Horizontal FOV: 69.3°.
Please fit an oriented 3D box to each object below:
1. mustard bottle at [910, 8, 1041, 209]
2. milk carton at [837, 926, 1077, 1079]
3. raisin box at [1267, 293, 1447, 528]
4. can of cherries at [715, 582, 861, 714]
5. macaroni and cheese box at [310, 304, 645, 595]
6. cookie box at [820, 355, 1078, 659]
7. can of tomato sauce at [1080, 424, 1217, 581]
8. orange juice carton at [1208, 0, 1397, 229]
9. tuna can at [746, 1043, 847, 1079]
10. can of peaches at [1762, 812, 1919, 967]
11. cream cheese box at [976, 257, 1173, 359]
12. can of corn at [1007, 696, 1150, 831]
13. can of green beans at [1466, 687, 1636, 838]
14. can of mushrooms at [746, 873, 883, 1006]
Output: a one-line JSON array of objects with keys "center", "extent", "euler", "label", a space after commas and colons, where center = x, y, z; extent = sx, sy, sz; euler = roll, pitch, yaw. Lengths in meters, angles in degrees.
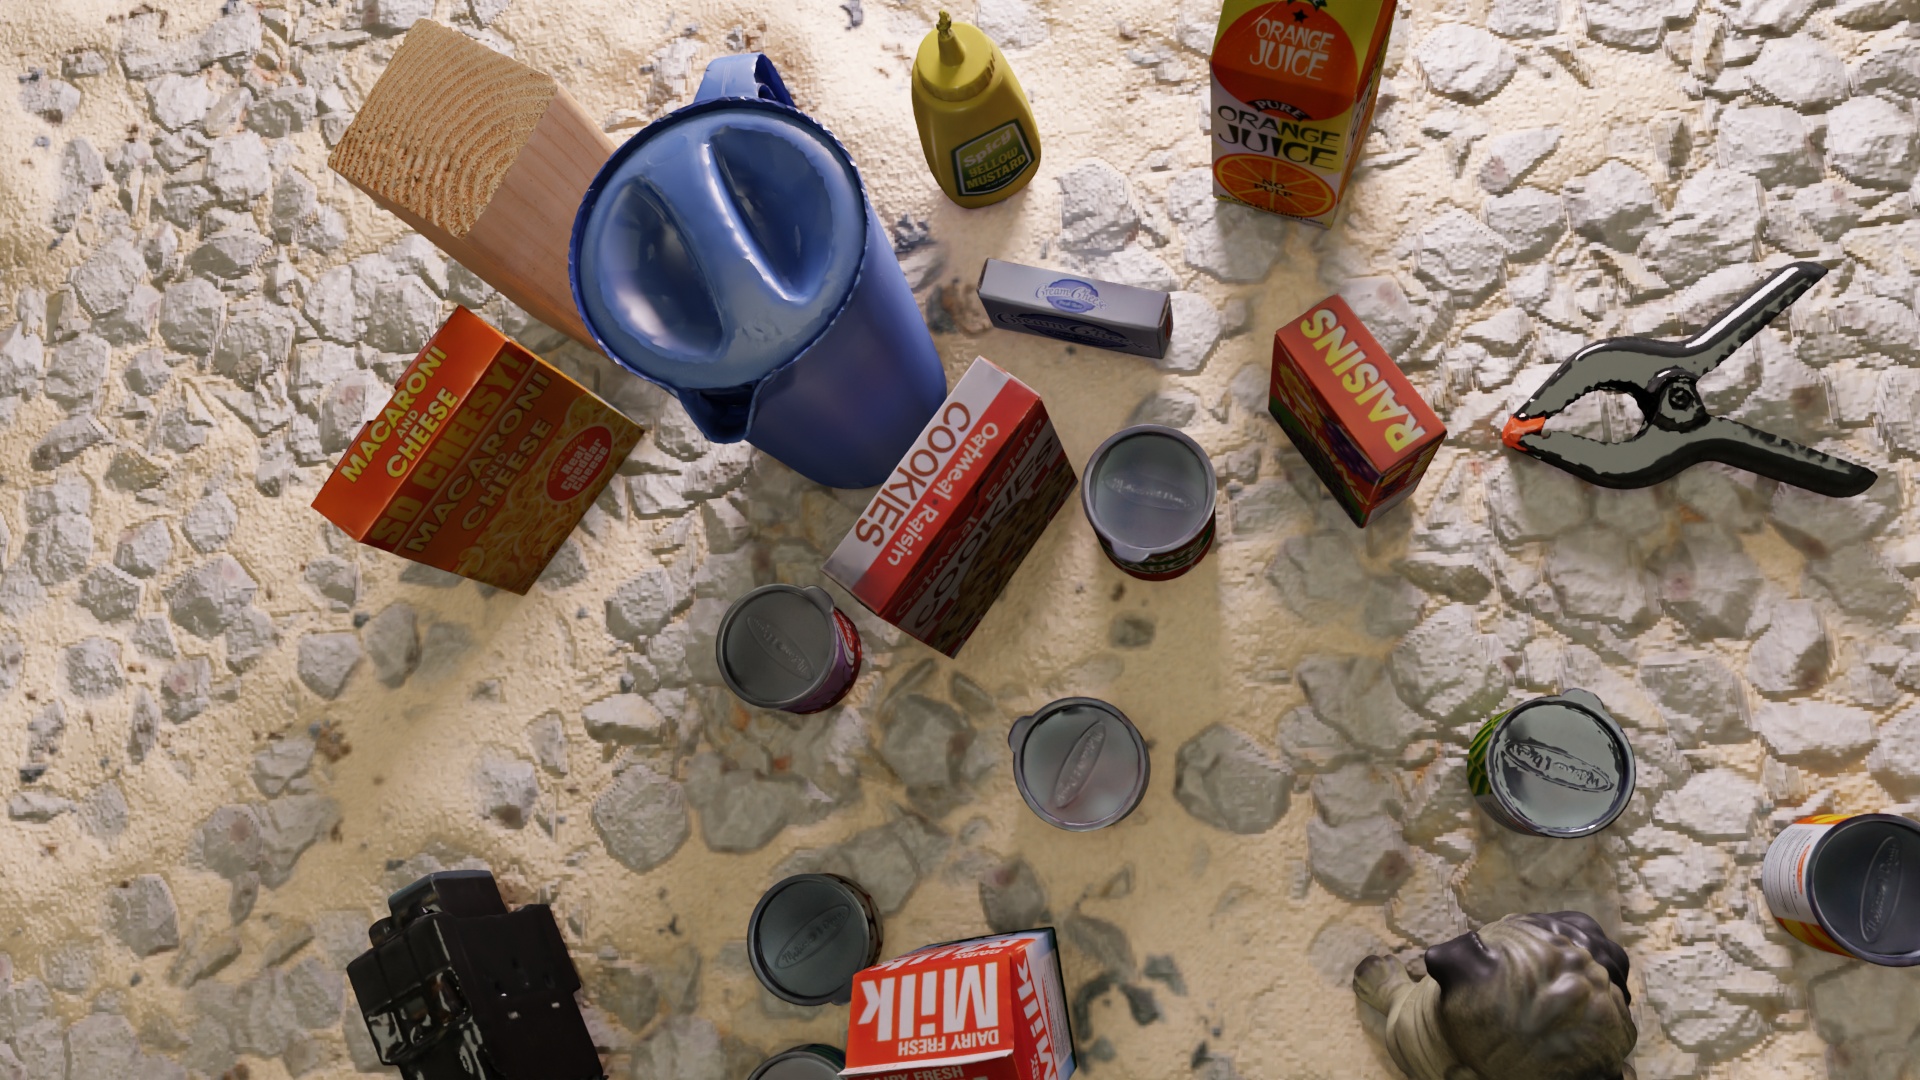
[{"center": [0.004, -0.233, 0.745], "extent": [0.065, 0.160, 0.049], "euler": [-27, 75, 5], "label": "mustard bottle"}, {"center": [0.003, 0.224, 0.632], "extent": [0.072, 0.190, 0.073], "euler": [-11, 77, 8], "label": "milk carton"}, {"center": [0.193, -0.061, 0.692], "extent": [0.040, 0.123, 0.086], "euler": [-33, 75, 3], "label": "raisin box"}, {"center": [-0.089, 0.059, 0.753], "extent": [0.071, 0.058, 0.071], "euler": [-2, 78, 10], "label": "can of cherries"}, {"center": [-0.252, -0.042, 0.749], "extent": [0.040, 0.166, 0.124], "euler": [34, 86, 15], "label": "macaroni and cheese box"}, {"center": [0.002, -0.009, 0.694], "extent": [0.040, 0.167, 0.123], "euler": [35, 87, 15], "label": "cookie box"}, {"center": [0.100, -0.015, 0.721], "extent": [0.071, 0.083, 0.071], "euler": [-2, 78, 10], "label": "can of tomato sauce"}, {"center": [0.171, -0.235, 0.698], "extent": [0.072, 0.192, 0.073], "euler": [19, 83, 14], "label": "orange juice carton"}, {"center": [-0.077, 0.296, 0.713], "extent": [0.071, 0.033, 0.071], "euler": [-2, 78, 10], "label": "tuna can"}, {"center": [0.416, 0.160, 0.638], "extent": [0.071, 0.058, 0.071], "euler": [-2, 78, 10], "label": "can of peaches"}, {"center": [0.064, -0.127, 0.767], "extent": [0.104, 0.053, 0.024], "euler": [14, 82, 13], "label": "cream cheese box"}, {"center": [0.062, 0.114, 0.713], "extent": [0.071, 0.058, 0.071], "euler": [-2, 78, 10], "label": "can of corn"}, {"center": [0.284, 0.110, 0.673], "extent": [0.071, 0.057, 0.071], "euler": [-2, 78, 10], "label": "can of green beans"}, {"center": [-0.074, 0.211, 0.731], "extent": [0.071, 0.033, 0.071], "euler": [-2, 78, 10], "label": "can of mushrooms"}]
